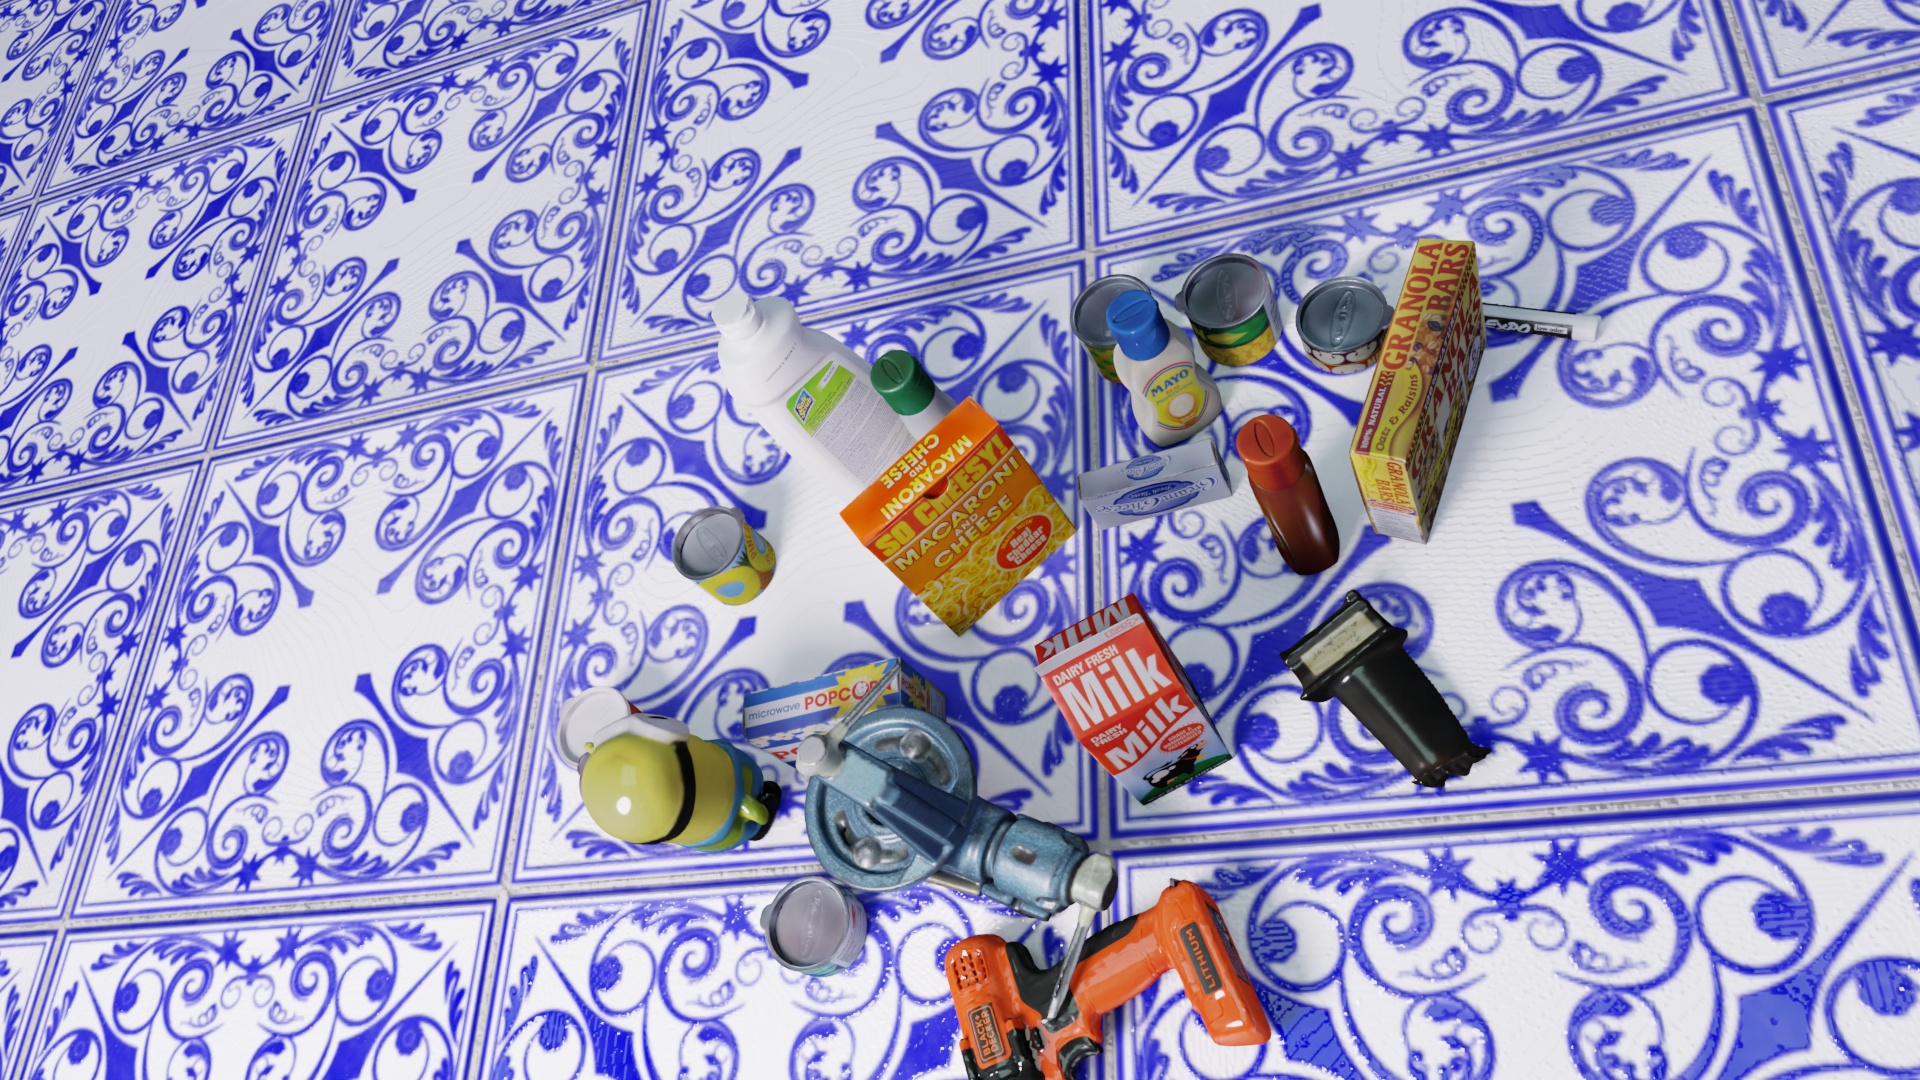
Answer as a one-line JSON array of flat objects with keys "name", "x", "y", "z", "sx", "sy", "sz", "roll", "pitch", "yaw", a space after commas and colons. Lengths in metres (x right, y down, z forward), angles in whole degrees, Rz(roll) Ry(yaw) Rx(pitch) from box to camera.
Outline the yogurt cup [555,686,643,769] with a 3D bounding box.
[{"name": "yogurt cup", "x": -0.278, "y": 0.156, "z": 1.105, "sx": 0.072, "sy": 0.053, "sz": 0.072, "roll": -10, "pitch": 61, "yaw": 20}]

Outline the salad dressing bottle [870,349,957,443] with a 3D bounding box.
[{"name": "salad dressing bottle", "x": -0.022, "y": -0.093, "z": 1.061, "sx": 0.044, "sy": 0.147, "sz": 0.064, "roll": -38, "pitch": 56, "yaw": 3}]

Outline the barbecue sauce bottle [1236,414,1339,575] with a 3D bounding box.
[{"name": "barbecue sauce bottle", "x": 0.217, "y": -0.033, "z": 0.921, "sx": 0.043, "sy": 0.148, "sz": 0.065, "roll": -21, "pitch": 58, "yaw": 14}]

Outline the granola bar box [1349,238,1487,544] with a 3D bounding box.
[{"name": "granola bar box", "x": 0.308, "y": -0.098, "z": 0.929, "sx": 0.039, "sy": 0.124, "sz": 0.166, "roll": 12, "pitch": 71, "yaw": 29}]

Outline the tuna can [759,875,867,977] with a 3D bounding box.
[{"name": "tuna can", "x": -0.103, "y": 0.272, "z": 0.979, "sx": 0.071, "sy": 0.032, "sz": 0.071, "roll": -10, "pitch": 61, "yaw": 19}]

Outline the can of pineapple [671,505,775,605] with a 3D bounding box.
[{"name": "can of pineapple", "x": -0.191, "y": 0.013, "z": 1.137, "sx": 0.071, "sy": 0.057, "sz": 0.071, "roll": -10, "pitch": 61, "yaw": 20}]

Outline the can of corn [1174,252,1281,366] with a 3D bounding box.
[{"name": "can of corn", "x": 0.204, "y": -0.173, "z": 1.054, "sx": 0.071, "sy": 0.058, "sz": 0.071, "roll": -10, "pitch": 61, "yaw": 20}]

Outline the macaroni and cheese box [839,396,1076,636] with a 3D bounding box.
[{"name": "macaroni and cheese box", "x": 0.004, "y": -0.012, "z": 0.997, "sx": 0.124, "sy": 0.166, "sz": 0.040, "roll": -42, "pitch": 56, "yaw": 0}]

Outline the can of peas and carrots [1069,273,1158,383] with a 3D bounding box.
[{"name": "can of peas and carrots", "x": 0.128, "y": -0.165, "z": 1.084, "sx": 0.071, "sy": 0.058, "sz": 0.071, "roll": -10, "pitch": 61, "yaw": 20}]

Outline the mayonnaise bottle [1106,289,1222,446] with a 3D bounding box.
[{"name": "mayonnaise bottle", "x": 0.143, "y": -0.125, "z": 1.003, "sx": 0.065, "sy": 0.147, "sz": 0.041, "roll": -32, "pitch": 56, "yaw": 7}]

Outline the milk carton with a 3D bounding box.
[{"name": "milk carton", "x": 0.107, "y": 0.097, "z": 0.879, "sx": 0.072, "sy": 0.190, "sz": 0.074, "roll": -30, "pitch": 57, "yaw": 8}]

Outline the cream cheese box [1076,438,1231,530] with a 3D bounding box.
[{"name": "cream cheese box", "x": 0.142, "y": -0.040, "z": 1.016, "sx": 0.104, "sy": 0.053, "sz": 0.024, "roll": -15, "pitch": 60, "yaw": 17}]

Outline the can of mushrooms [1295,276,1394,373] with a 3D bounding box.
[{"name": "can of mushrooms", "x": 0.285, "y": -0.158, "z": 1.025, "sx": 0.071, "sy": 0.033, "sz": 0.071, "roll": -10, "pitch": 61, "yaw": 19}]

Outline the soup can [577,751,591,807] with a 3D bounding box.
[{"name": "soup can", "x": -0.238, "y": 0.187, "z": 1.053, "sx": 0.071, "sy": 0.083, "sz": 0.071, "roll": -10, "pitch": 61, "yaw": 20}]

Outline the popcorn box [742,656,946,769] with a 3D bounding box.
[{"name": "popcorn box", "x": -0.083, "y": 0.128, "z": 1.012, "sx": 0.126, "sy": 0.085, "sz": 0.038, "roll": -15, "pitch": 60, "yaw": 17}]
